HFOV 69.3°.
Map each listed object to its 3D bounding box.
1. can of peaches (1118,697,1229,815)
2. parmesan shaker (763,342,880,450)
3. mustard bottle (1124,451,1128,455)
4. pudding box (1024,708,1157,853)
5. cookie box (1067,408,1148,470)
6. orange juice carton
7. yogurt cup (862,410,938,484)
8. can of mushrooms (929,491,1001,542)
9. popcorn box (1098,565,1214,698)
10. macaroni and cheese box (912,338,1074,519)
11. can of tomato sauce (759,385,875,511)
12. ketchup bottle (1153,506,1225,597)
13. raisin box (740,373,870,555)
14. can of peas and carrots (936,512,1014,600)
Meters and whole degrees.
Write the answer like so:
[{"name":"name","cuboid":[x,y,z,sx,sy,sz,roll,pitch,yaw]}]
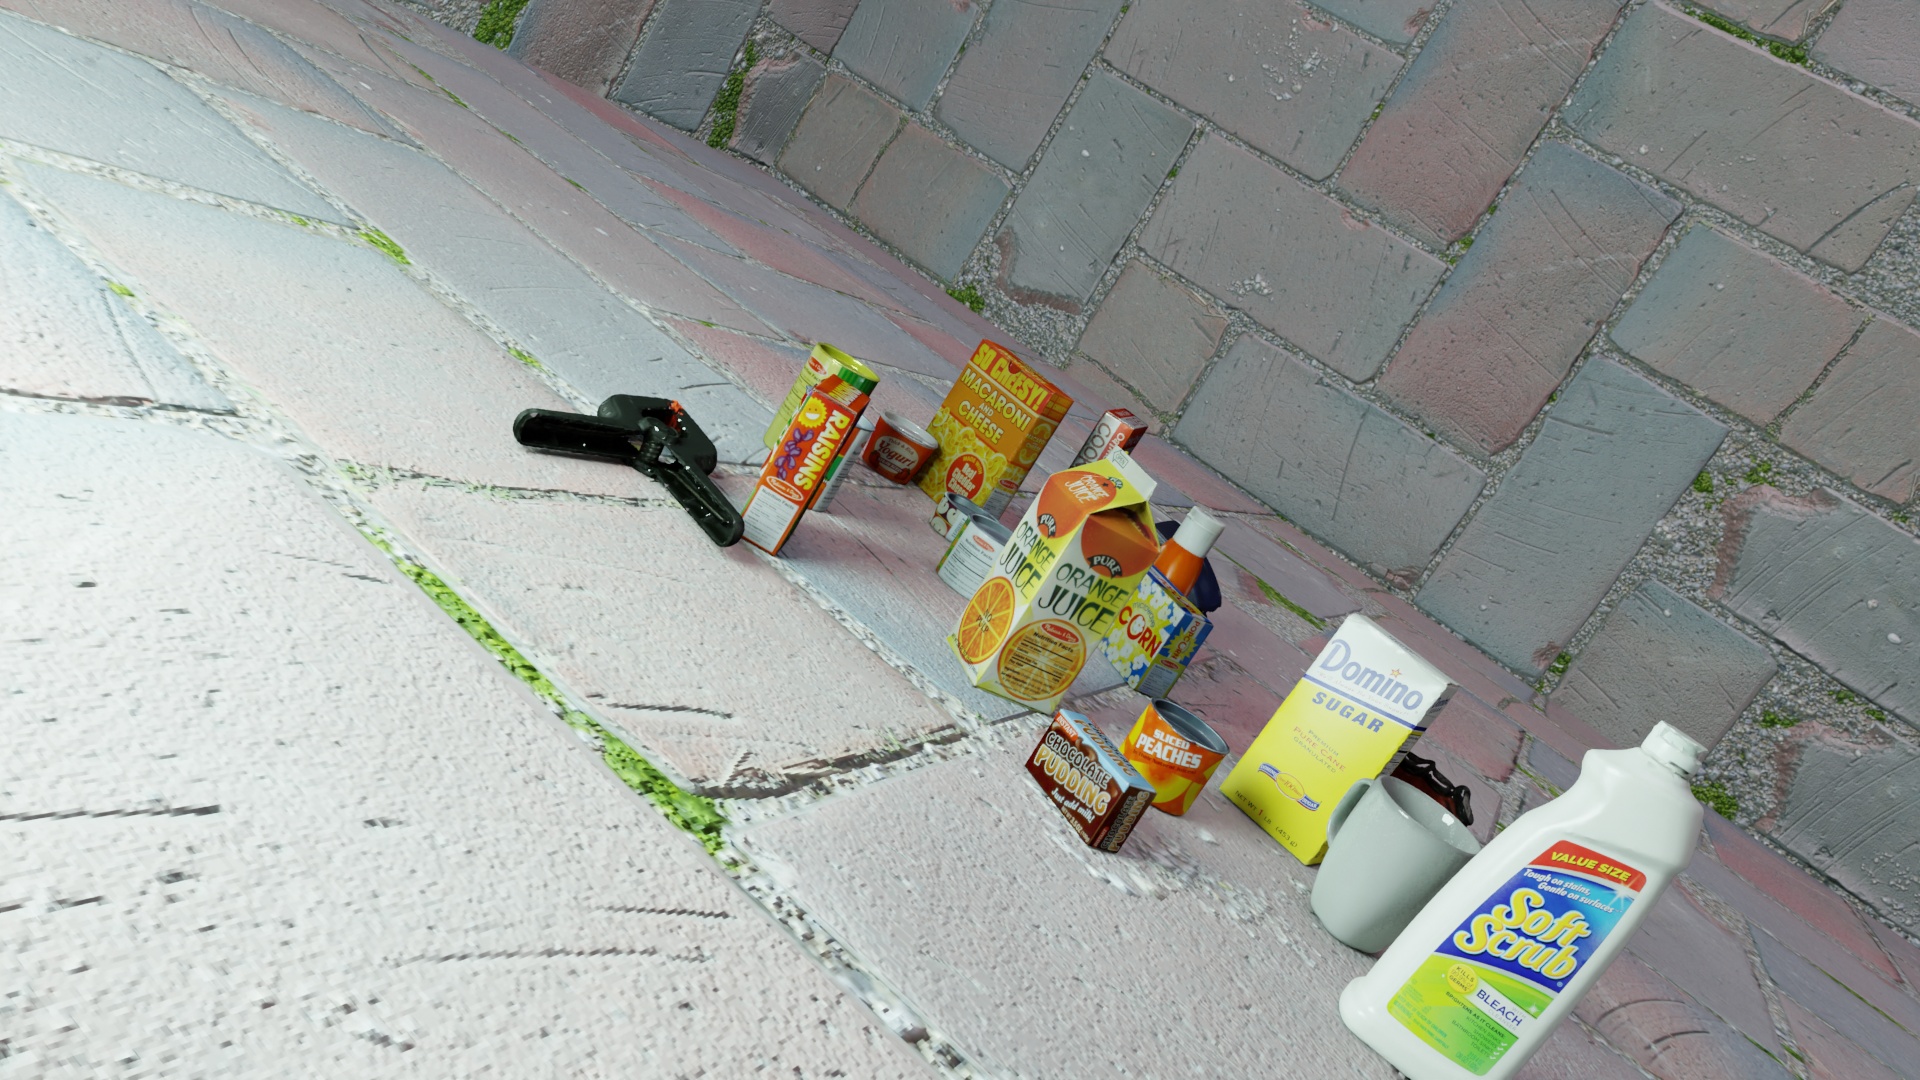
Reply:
[{"name":"can of peaches","cuboid":[0.149,0.155,0.997,0.071,0.058,0.071,30,13,-8]},{"name":"parmesan shaker","cuboid":[-0.128,-0.121,1.270,0.071,0.103,0.071,30,13,-8]},{"name":"mustard bottle","cuboid":[0.111,-0.019,1.316,0.065,0.160,0.049,32,13,-1]},{"name":"pudding box","cuboid":[0.082,0.151,0.880,0.030,0.049,0.084,22,17,-38]},{"name":"cookie box","cuboid":[0.141,-0.068,1.544,0.040,0.167,0.123,34,13,9]},{"name":"orange juice carton","cuboid":[0.077,0.024,1.014,0.073,0.192,0.072,25,14,-28]},{"name":"yogurt cup","cuboid":[-0.065,-0.094,1.421,0.072,0.054,0.072,30,13,-8]},{"name":"can of mushrooms","cuboid":[0.005,-0.017,1.345,0.071,0.033,0.071,30,13,-8]},{"name":"popcorn box","cuboid":[0.165,0.075,1.263,0.038,0.085,0.127,25,15,-30]},{"name":"macaroni and cheese box","cuboid":[0.025,-0.106,1.425,0.040,0.166,0.124,18,19,-48]},{"name":"can of tomato sauce","cuboid":[-0.122,-0.077,1.168,0.071,0.083,0.071,30,13,-8]},{"name":"ketchup bottle","cuboid":[0.198,0.037,1.335,0.043,0.148,0.065,27,14,-22]},{"name":"raisin box","cuboid":[-0.116,-0.058,1.025,0.040,0.123,0.086,31,13,-3]},{"name":"can of peas and carrots","cuboid":[0.022,0.018,1.205,0.071,0.058,0.071,30,13,-8]}]
